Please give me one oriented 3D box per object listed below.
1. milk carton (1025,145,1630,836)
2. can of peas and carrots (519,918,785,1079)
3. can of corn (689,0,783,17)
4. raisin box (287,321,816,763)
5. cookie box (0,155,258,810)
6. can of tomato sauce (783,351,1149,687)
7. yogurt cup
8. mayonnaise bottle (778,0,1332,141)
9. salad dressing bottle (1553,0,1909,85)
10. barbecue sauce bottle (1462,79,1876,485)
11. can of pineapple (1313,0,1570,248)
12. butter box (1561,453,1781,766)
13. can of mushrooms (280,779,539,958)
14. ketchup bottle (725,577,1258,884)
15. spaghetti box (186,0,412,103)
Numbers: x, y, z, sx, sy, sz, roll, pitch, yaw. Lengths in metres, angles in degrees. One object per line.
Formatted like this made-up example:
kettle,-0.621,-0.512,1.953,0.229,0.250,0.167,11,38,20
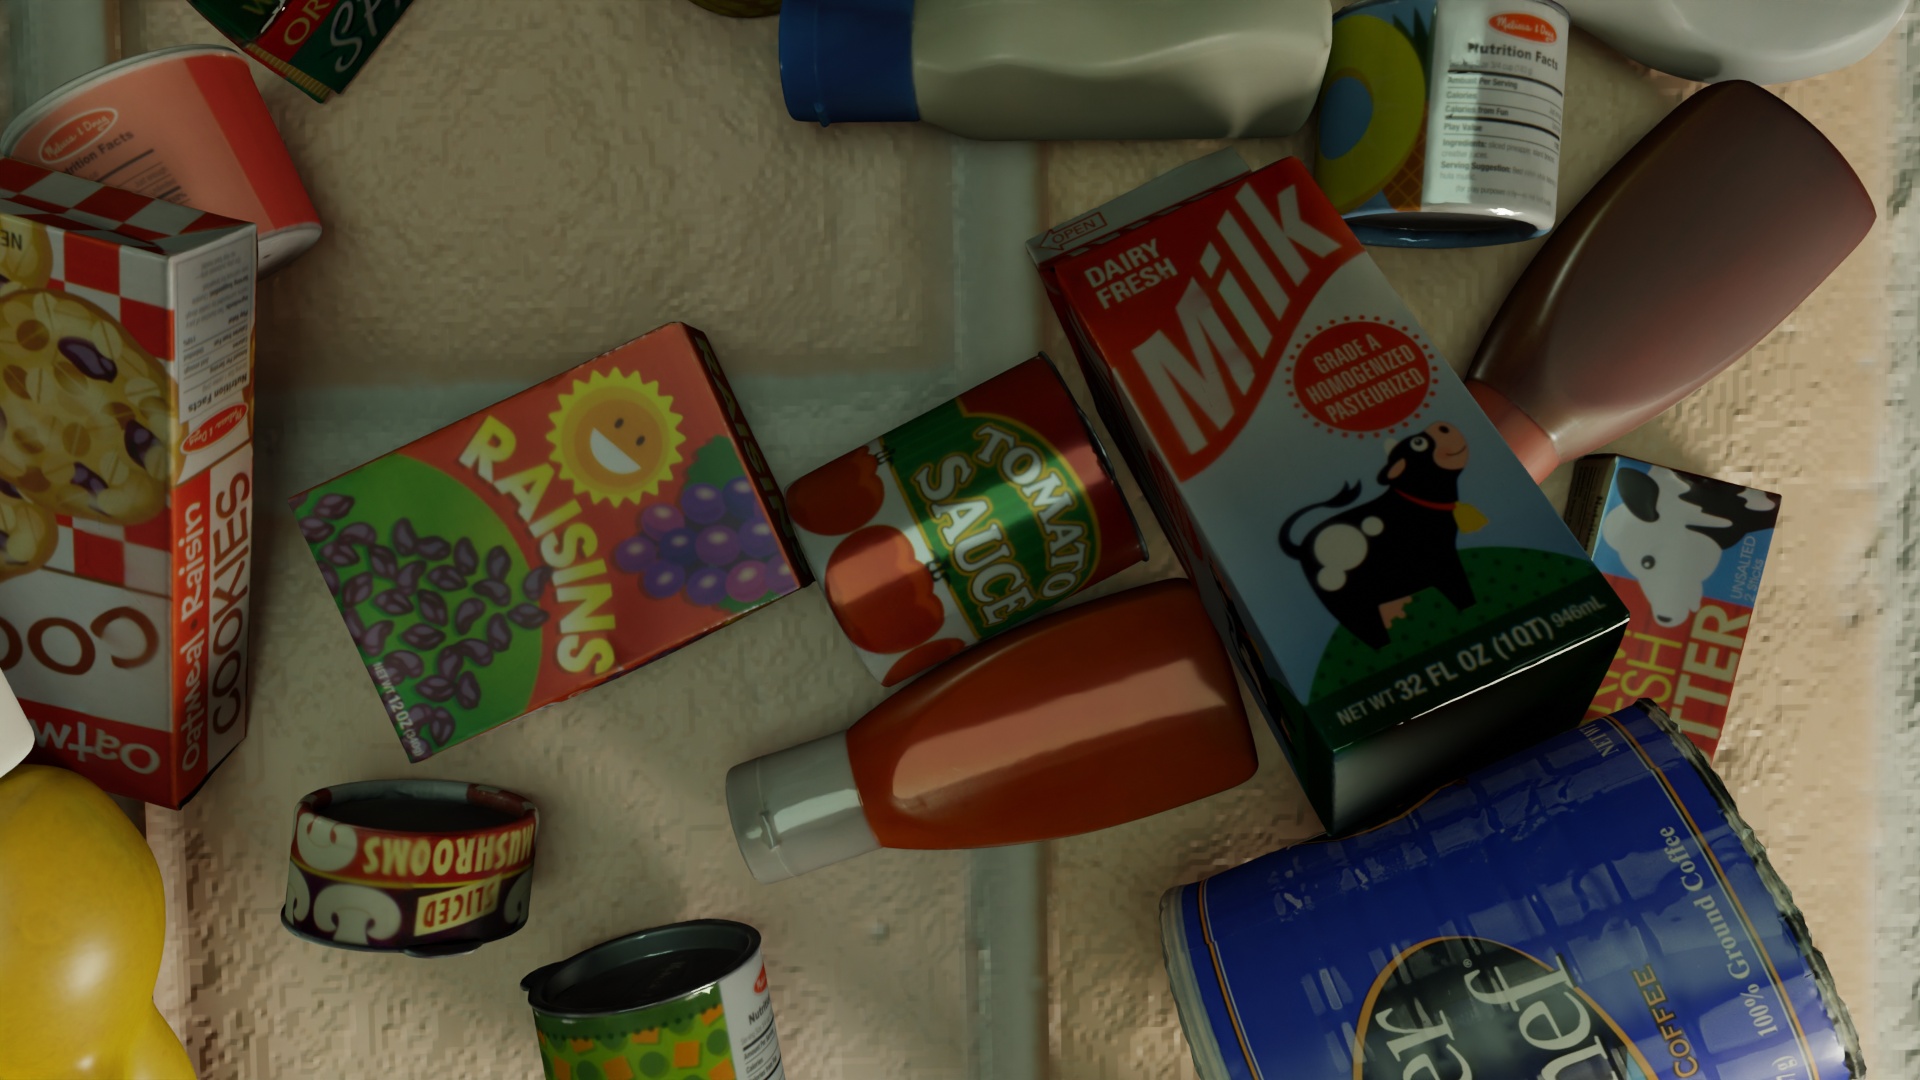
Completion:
milk carton,0.083,-0.029,0.367,0.072,0.073,0.191,-24,60,2
can of peas and carrots,-0.087,0.149,0.399,0.071,0.071,0.058,-10,93,0
can of corn,-0.065,-0.186,0.389,0.071,0.058,0.071,0,93,0
raisin box,-0.116,0.000,0.406,0.123,0.040,0.086,-25,91,2
cookie box,-0.261,-0.017,0.375,0.123,0.040,0.166,15,115,0
can of tomato sauce,0.001,-0.005,0.391,0.083,0.071,0.071,-27,92,1
yogurt cup,-0.219,-0.099,0.390,0.072,0.072,0.054,-29,101,1
mayonnaise bottle,0.025,-0.138,0.392,0.148,0.064,0.041,1,82,4
salad dressing bottle,0.190,-0.170,0.400,0.148,0.044,0.064,9,94,0
barbecue sauce bottle,0.186,-0.060,0.403,0.148,0.043,0.065,-45,91,2
can of pineapple,0.133,-0.116,0.391,0.071,0.071,0.058,3,93,0
butter box,0.203,0.030,0.416,0.053,0.024,0.103,13,92,0
can of mushrooms,-0.154,0.091,0.394,0.071,0.071,0.033,7,91,-1
ketchup bottle,0.007,0.061,0.407,0.149,0.043,0.064,-18,91,1
spaghetti box,-0.124,-0.235,0.392,0.029,0.050,0.250,39,92,0
